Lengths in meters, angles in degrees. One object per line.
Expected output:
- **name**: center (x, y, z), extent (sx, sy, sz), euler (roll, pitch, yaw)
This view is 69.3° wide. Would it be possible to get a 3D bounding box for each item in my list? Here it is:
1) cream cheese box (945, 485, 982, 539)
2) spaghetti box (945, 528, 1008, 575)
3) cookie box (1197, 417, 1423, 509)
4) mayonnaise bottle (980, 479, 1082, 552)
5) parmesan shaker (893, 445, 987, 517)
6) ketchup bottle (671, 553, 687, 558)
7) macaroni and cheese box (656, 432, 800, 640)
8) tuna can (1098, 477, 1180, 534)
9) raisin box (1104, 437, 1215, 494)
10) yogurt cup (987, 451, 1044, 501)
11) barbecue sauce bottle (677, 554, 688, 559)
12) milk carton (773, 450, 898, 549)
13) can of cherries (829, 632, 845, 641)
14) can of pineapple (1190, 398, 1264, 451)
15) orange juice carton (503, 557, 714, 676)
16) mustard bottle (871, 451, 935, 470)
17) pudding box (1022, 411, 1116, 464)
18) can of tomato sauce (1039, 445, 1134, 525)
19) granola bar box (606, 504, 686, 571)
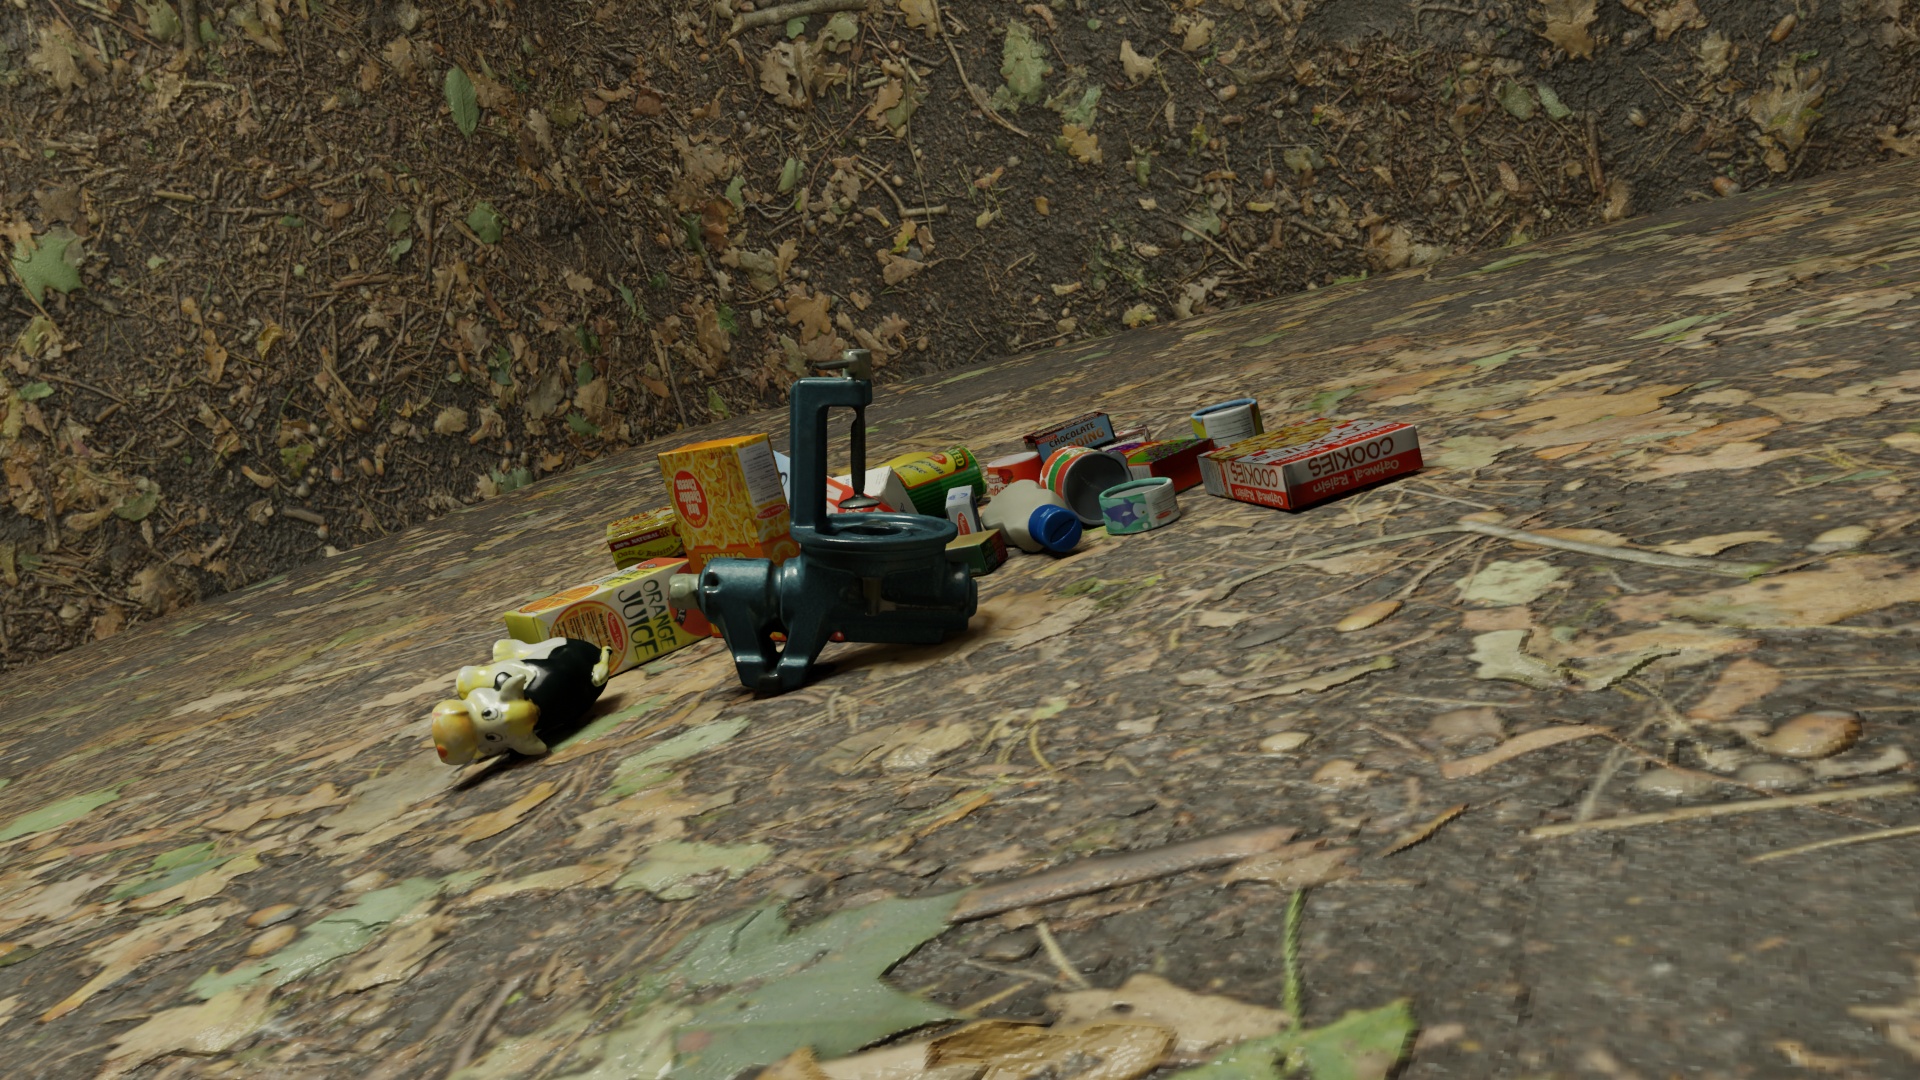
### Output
- **cream cheese box**: center (0.005, -0.016, 1.275), extent (0.024, 0.053, 0.104), euler (-12, 11, 4)
- **spaghetti box**: center (-0.081, 0.028, 1.238), extent (0.250, 0.028, 0.050), euler (-10, 11, 25)
- **cookie box**: center (0.293, -0.067, 1.181), extent (0.123, 0.040, 0.167), euler (-17, 10, -11)
- **mayonnaise bottle**: center (0.065, -0.018, 1.221), extent (0.065, 0.041, 0.148), euler (-43, 17, -6)
- **parmesan shaker**: center (-0.033, -0.055, 1.488), extent (0.103, 0.071, 0.071), euler (-21, 12, -29)
- **ketchup bottle**: center (-0.246, 0.011, 1.500), extent (0.149, 0.043, 0.065), euler (-14, 13, 5)
- **macaroni and cheese box**: center (-0.185, -0.002, 1.164), extent (0.040, 0.166, 0.123), euler (-23, 14, -39)
- **tuna can**: center (0.153, -0.030, 1.202), extent (0.071, 0.032, 0.071), euler (-14, 11, 3)
- **raisin box**: center (0.175, -0.068, 1.341), extent (0.086, 0.040, 0.123), euler (-23, 13, -33)
- **yogurt cup**: center (0.059, -0.057, 1.404), extent (0.072, 0.054, 0.072), euler (-14, 11, 3)
- **barbecue sauce bottle**: center (-0.271, 0.035, 1.419), extent (0.149, 0.043, 0.065), euler (-18, 11, -18)
- **milk carton**: center (-0.109, -0.010, 1.191), extent (0.191, 0.072, 0.073), euler (26, -8, 36)
- **can of cherries**: center (-0.080, 0.042, 1.092), extent (0.071, 0.058, 0.071), euler (-14, 10, 3)
- **can of pineapple**: center (0.261, -0.101, 1.344), extent (0.071, 0.057, 0.071), euler (-15, 11, 3)
- **orange juice carton**: center (-0.286, 0.065, 1.211), extent (0.193, 0.073, 0.071), euler (-23, 13, -36)
- **mustard bottle**: center (-0.094, -0.048, 1.542), extent (0.161, 0.065, 0.049), euler (-23, 17, -17)
- **pudding box**: center (0.113, -0.107, 1.441), extent (0.084, 0.030, 0.050), euler (-20, 11, -9)
- **can of tomato sauce**: center (0.115, -0.054, 1.272), extent (0.071, 0.071, 0.083), euler (-17, 10, -9)
- **granola bar box**: center (-0.288, -0.016, 1.473), extent (0.166, 0.039, 0.124), euler (-17, 13, -11)
